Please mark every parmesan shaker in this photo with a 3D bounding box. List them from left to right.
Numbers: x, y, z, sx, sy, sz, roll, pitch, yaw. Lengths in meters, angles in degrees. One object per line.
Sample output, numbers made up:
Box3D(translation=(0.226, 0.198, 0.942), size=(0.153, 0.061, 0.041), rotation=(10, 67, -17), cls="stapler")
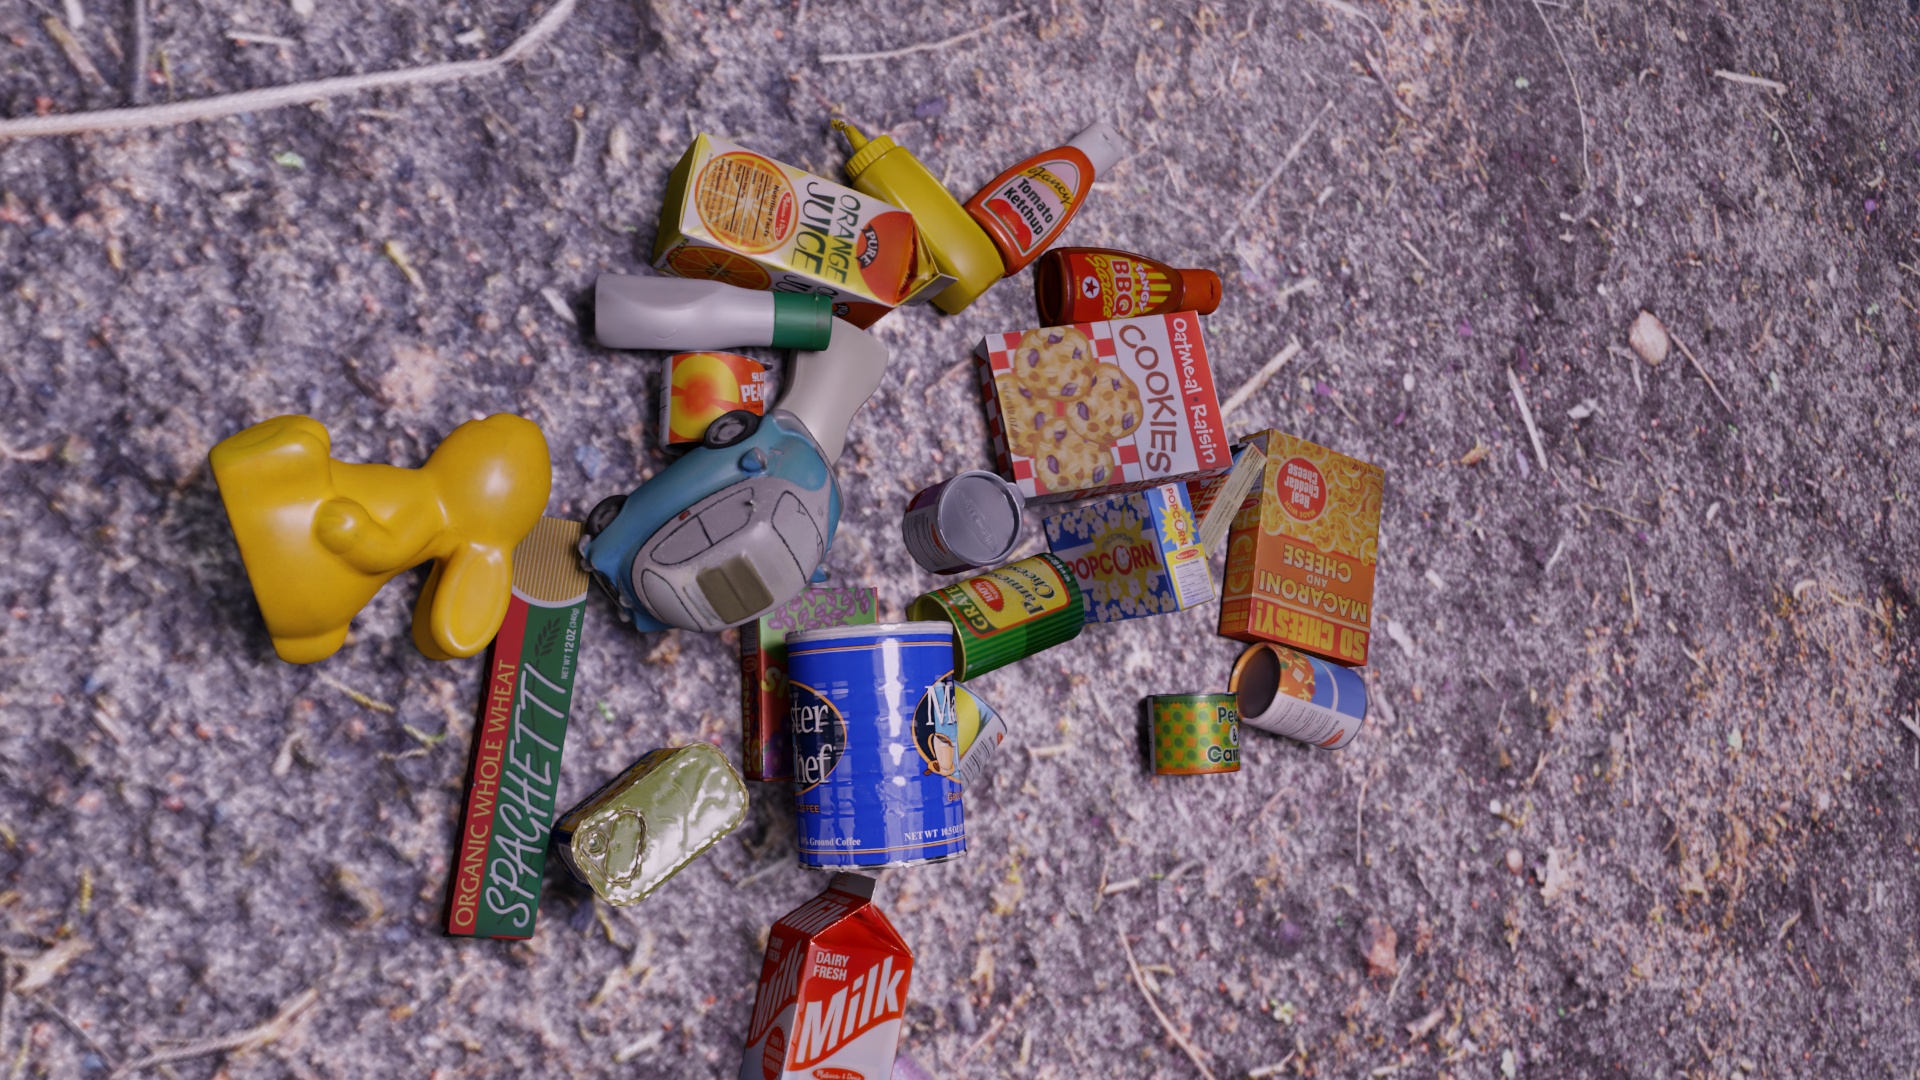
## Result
Box3D(translation=(0.025, 0.051, 0.962), size=(0.103, 0.071, 0.071), rotation=(-19, 91, -29), cls="parmesan shaker")

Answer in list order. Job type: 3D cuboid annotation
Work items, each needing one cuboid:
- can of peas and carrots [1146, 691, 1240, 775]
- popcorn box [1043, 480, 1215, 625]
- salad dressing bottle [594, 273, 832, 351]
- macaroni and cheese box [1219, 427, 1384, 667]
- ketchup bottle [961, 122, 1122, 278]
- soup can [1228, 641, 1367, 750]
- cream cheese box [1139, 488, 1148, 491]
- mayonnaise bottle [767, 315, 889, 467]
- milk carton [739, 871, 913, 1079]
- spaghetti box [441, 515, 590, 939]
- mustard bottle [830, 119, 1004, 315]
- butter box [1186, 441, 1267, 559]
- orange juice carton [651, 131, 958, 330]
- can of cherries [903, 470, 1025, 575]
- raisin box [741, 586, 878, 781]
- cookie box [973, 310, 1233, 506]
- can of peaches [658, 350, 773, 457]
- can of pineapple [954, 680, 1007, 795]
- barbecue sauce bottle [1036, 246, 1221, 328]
Box3D(translation=(0.173, 0.141, 1.020), size=(0.071, 0.071, 0.059), rotation=(2, 82, -27), cls="can of peas and carrots")
Box3D(translation=(0.117, 0.012, 0.980), size=(0.038, 0.126, 0.085), rotation=(-15, 90, -31), cls="popcorn box")
Box3D(translation=(-0.157, -0.143, 0.888), size=(0.148, 0.064, 0.043), rotation=(1, 118, -14), cls="salad dressing bottle")
Box3D(translation=(0.275, 0.008, 1.112), size=(0.124, 0.040, 0.167), rotation=(16, 74, -25), cls="macaroni and cheese box")
Box3D(translation=(0.064, -0.262, 1.044), size=(0.149, 0.043, 0.064), rotation=(-45, 101, -26), cls="ketchup bottle")
Box3D(translation=(0.259, 0.118, 1.072), size=(0.084, 0.071, 0.071), rotation=(19, 74, -23), cls="soup can")
Box3D(translation=(0.130, -0.095, 1.062), size=(0.053, 0.024, 0.104), rotation=(18, 74, -23), cls="cream cheese box")
Box3D(translation=(-0.103, -0.077, 0.929), size=(0.065, 0.041, 0.148), rotation=(28, 71, -16), cls="mayonnaise bottle")
Box3D(translation=(-0.084, 0.302, 0.859), size=(0.073, 0.072, 0.191), rotation=(17, 75, -24), cls="milk carton")
Box3D(translation=(-0.260, 0.108, 0.823), size=(0.050, 0.028, 0.250), rotation=(11, 76, -25), cls="spaghetti box")
Box3D(translation=(-0.036, -0.235, 0.978), size=(0.049, 0.065, 0.160), rotation=(-41, 97, -22), cls="mustard bottle")
Box3D(translation=(0.191, -0.029, 1.066), size=(0.024, 0.053, 0.104), rotation=(42, 66, -19), cls="butter box")
Box3D(translation=(-0.100, -0.196, 0.931), size=(0.193, 0.071, 0.073), rotation=(16, 75, -24), cls="orange juice carton")
Box3D(translation=(0.003, -0.012, 0.963), size=(0.071, 0.058, 0.071), rotation=(5, 79, -26), cls="can of cherries")
Box3D(translation=(-0.096, 0.093, 0.905), size=(0.086, 0.040, 0.123), rotation=(2, 82, -28), cls="raisin box")
Box3D(translation=(0.105, -0.097, 1.016), size=(0.168, 0.040, 0.123), rotation=(-9, 80, -15), cls="cookie box")
Box3D(translation=(-0.156, -0.085, 0.886), size=(0.071, 0.071, 0.058), rotation=(5, 80, -27), cls="can of peaches")
Box3D(translation=(-0.013, 0.131, 0.928), size=(0.071, 0.071, 0.058), rotation=(44, 65, -15), cls="can of pineapple")
Box3D(translation=(0.131, -0.192, 1.067), size=(0.149, 0.043, 0.065), rotation=(-5, 93, -28), cls="barbecue sauce bottle")
